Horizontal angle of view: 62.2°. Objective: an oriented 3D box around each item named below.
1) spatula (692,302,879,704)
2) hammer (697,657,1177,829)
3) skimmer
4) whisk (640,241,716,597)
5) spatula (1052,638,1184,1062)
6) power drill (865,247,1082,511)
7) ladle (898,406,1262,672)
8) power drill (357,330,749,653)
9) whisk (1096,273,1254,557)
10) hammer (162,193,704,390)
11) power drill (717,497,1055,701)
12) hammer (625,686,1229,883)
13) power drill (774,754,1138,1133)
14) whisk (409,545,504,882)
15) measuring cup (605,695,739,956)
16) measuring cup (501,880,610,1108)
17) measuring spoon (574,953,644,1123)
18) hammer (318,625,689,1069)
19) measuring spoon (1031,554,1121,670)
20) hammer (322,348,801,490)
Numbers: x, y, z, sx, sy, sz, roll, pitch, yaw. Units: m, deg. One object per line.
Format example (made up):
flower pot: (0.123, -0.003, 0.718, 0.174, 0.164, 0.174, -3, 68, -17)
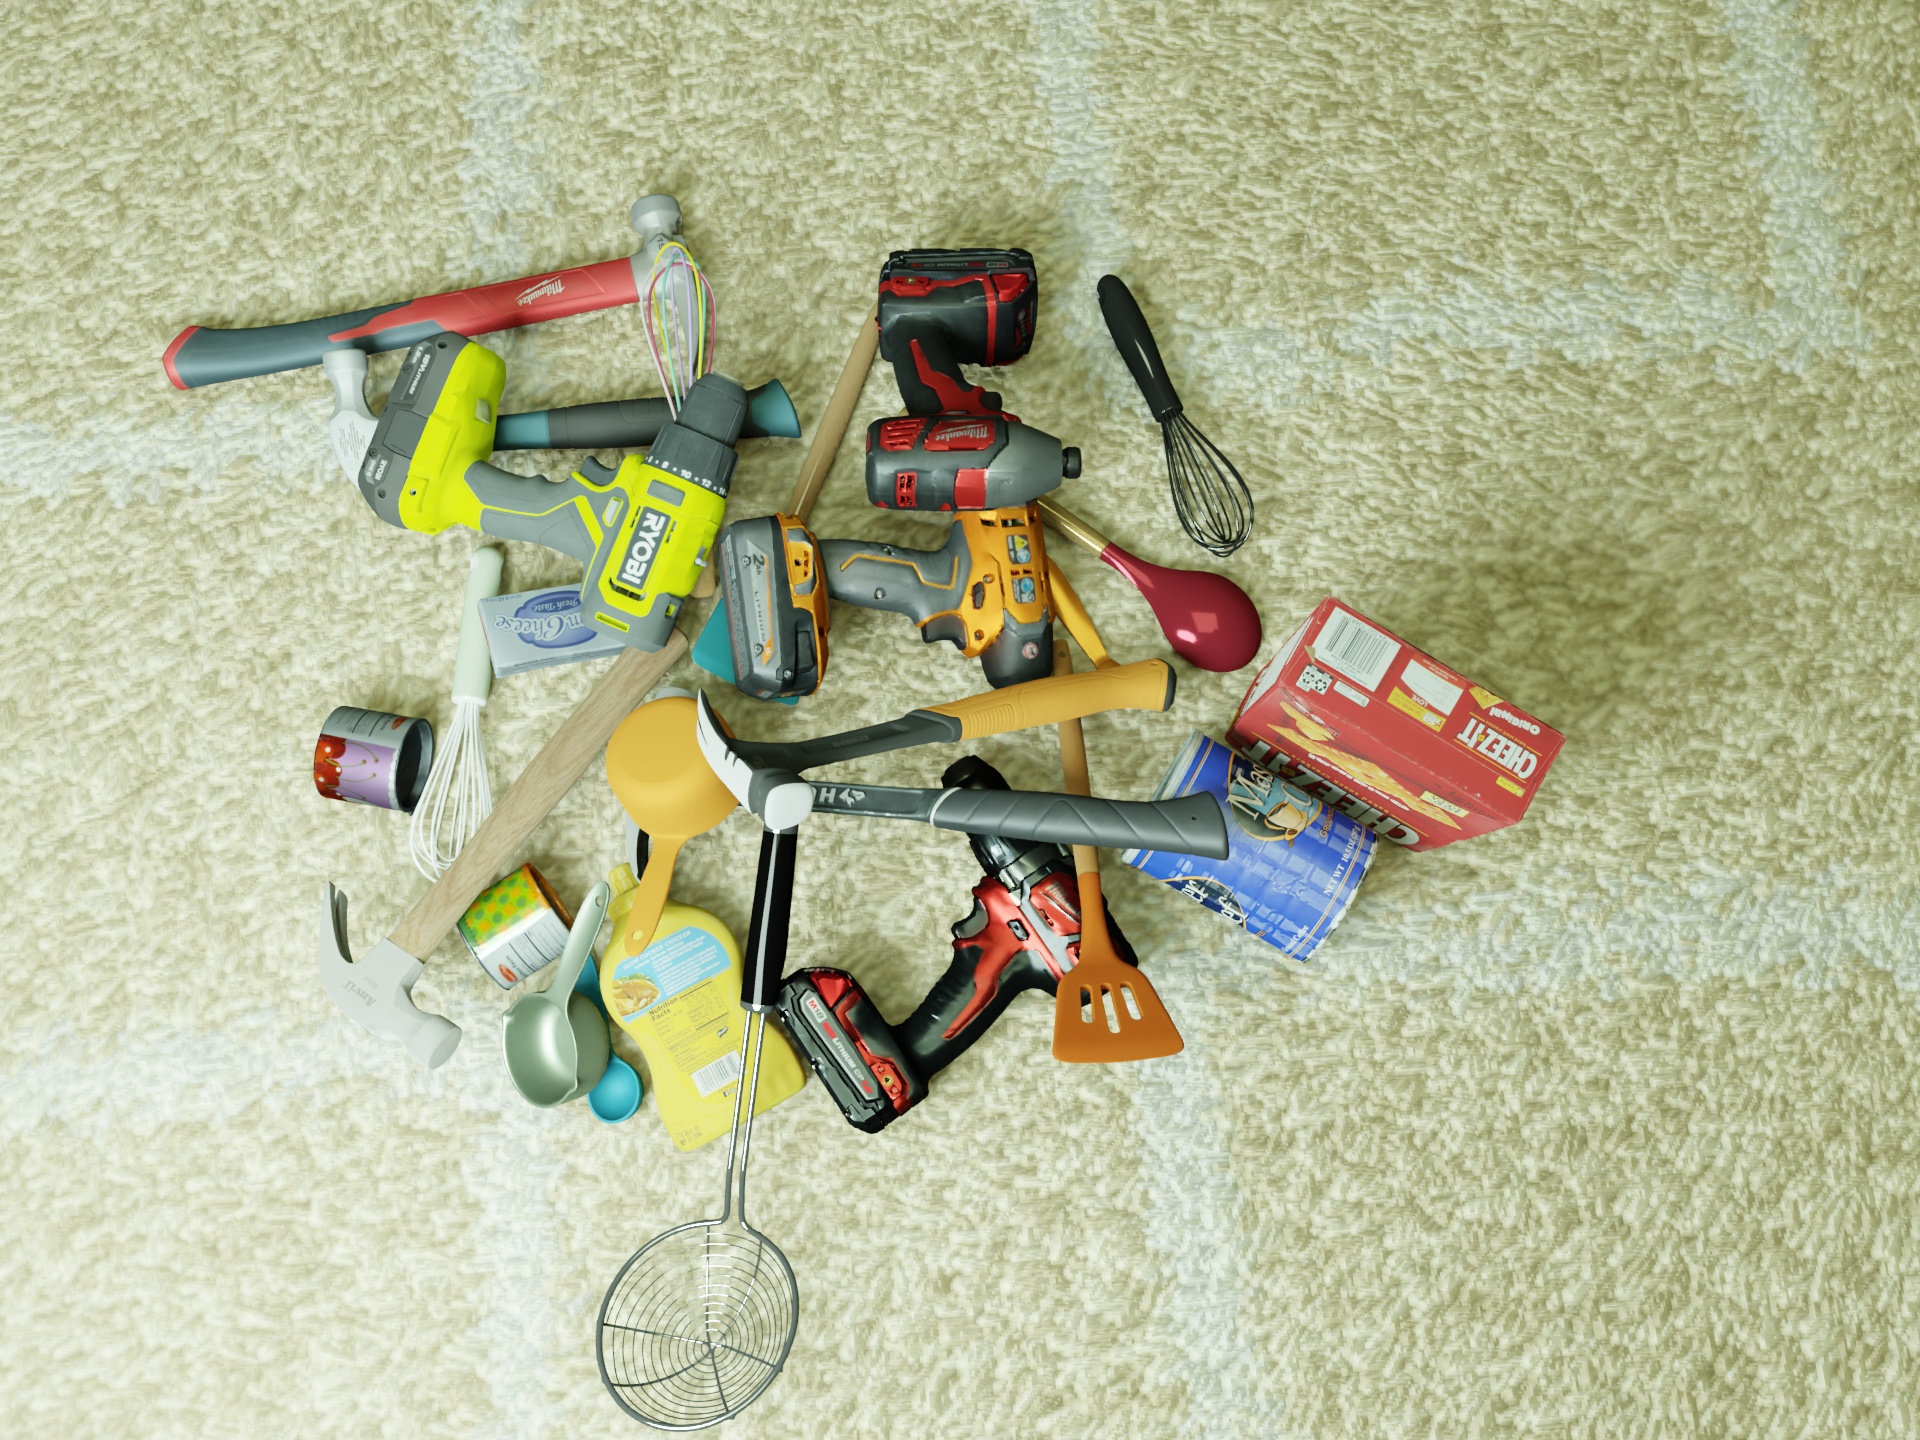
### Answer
spatula: (-0.106, -0.166, 1.148, 0.082, 0.044, 0.317, 25, 76, -20)
hammer: (-0.002, -0.003, 1.035, 0.336, 0.034, 0.127, -11, 33, -30)
skimmer: (-0.144, 0.239, 0.975, 0.127, 0.090, 0.363, 8, 91, 17)
whisk: (-0.192, -0.209, 1.117, 0.047, 0.051, 0.245, 2, 105, 15)
spatula: (0.084, 0.077, 1.053, 0.081, 0.041, 0.323, -3, 59, -3)
power drill: (0.007, -0.231, 1.099, 0.143, 0.078, 0.220, -1, 51, -1)
ladle: (0.084, -0.139, 1.155, 0.315, 0.031, 0.069, 35, 77, 8)
power drill: (-0.265, -0.172, 1.070, 0.228, 0.080, 0.190, 23, 91, 5)
whisk: (0.153, -0.227, 1.164, 0.055, 0.055, 0.239, -22, 76, -5)
hammer: (-0.384, -0.281, 1.170, 0.386, 0.038, 0.143, -12, 80, -3)
power drill: (-0.042, -0.071, 1.092, 0.226, 0.084, 0.164, -7, 85, -19)
hammer: (-0.030, 0.059, 1.038, 0.409, 0.036, 0.149, 4, 59, 14)
power drill: (-0.017, 0.149, 1.070, 0.226, 0.080, 0.188, -33, 81, -10)
whisk: (-0.344, -0.006, 1.114, 0.059, 0.058, 0.246, 13, 72, -33)
measuring cup: (-0.194, 0.062, 1.017, 0.095, 0.052, 0.174, 3, 58, 13)
measuring cup: (-0.249, 0.176, 1.043, 0.083, 0.038, 0.167, 33, 109, 30)
measuring spoon: (-0.242, 0.211, 1.084, 0.042, 0.021, 0.129, -25, 70, 17)
hammer: (-0.293, 0.059, 1.052, 0.130, 0.031, 0.331, 29, 67, 14)
measuring spoon: (0.082, -0.076, 1.148, 0.021, 0.011, 0.117, -30, 80, -7)
hammer: (-0.281, -0.212, 1.143, 0.331, 0.033, 0.128, -5, 97, -4)
